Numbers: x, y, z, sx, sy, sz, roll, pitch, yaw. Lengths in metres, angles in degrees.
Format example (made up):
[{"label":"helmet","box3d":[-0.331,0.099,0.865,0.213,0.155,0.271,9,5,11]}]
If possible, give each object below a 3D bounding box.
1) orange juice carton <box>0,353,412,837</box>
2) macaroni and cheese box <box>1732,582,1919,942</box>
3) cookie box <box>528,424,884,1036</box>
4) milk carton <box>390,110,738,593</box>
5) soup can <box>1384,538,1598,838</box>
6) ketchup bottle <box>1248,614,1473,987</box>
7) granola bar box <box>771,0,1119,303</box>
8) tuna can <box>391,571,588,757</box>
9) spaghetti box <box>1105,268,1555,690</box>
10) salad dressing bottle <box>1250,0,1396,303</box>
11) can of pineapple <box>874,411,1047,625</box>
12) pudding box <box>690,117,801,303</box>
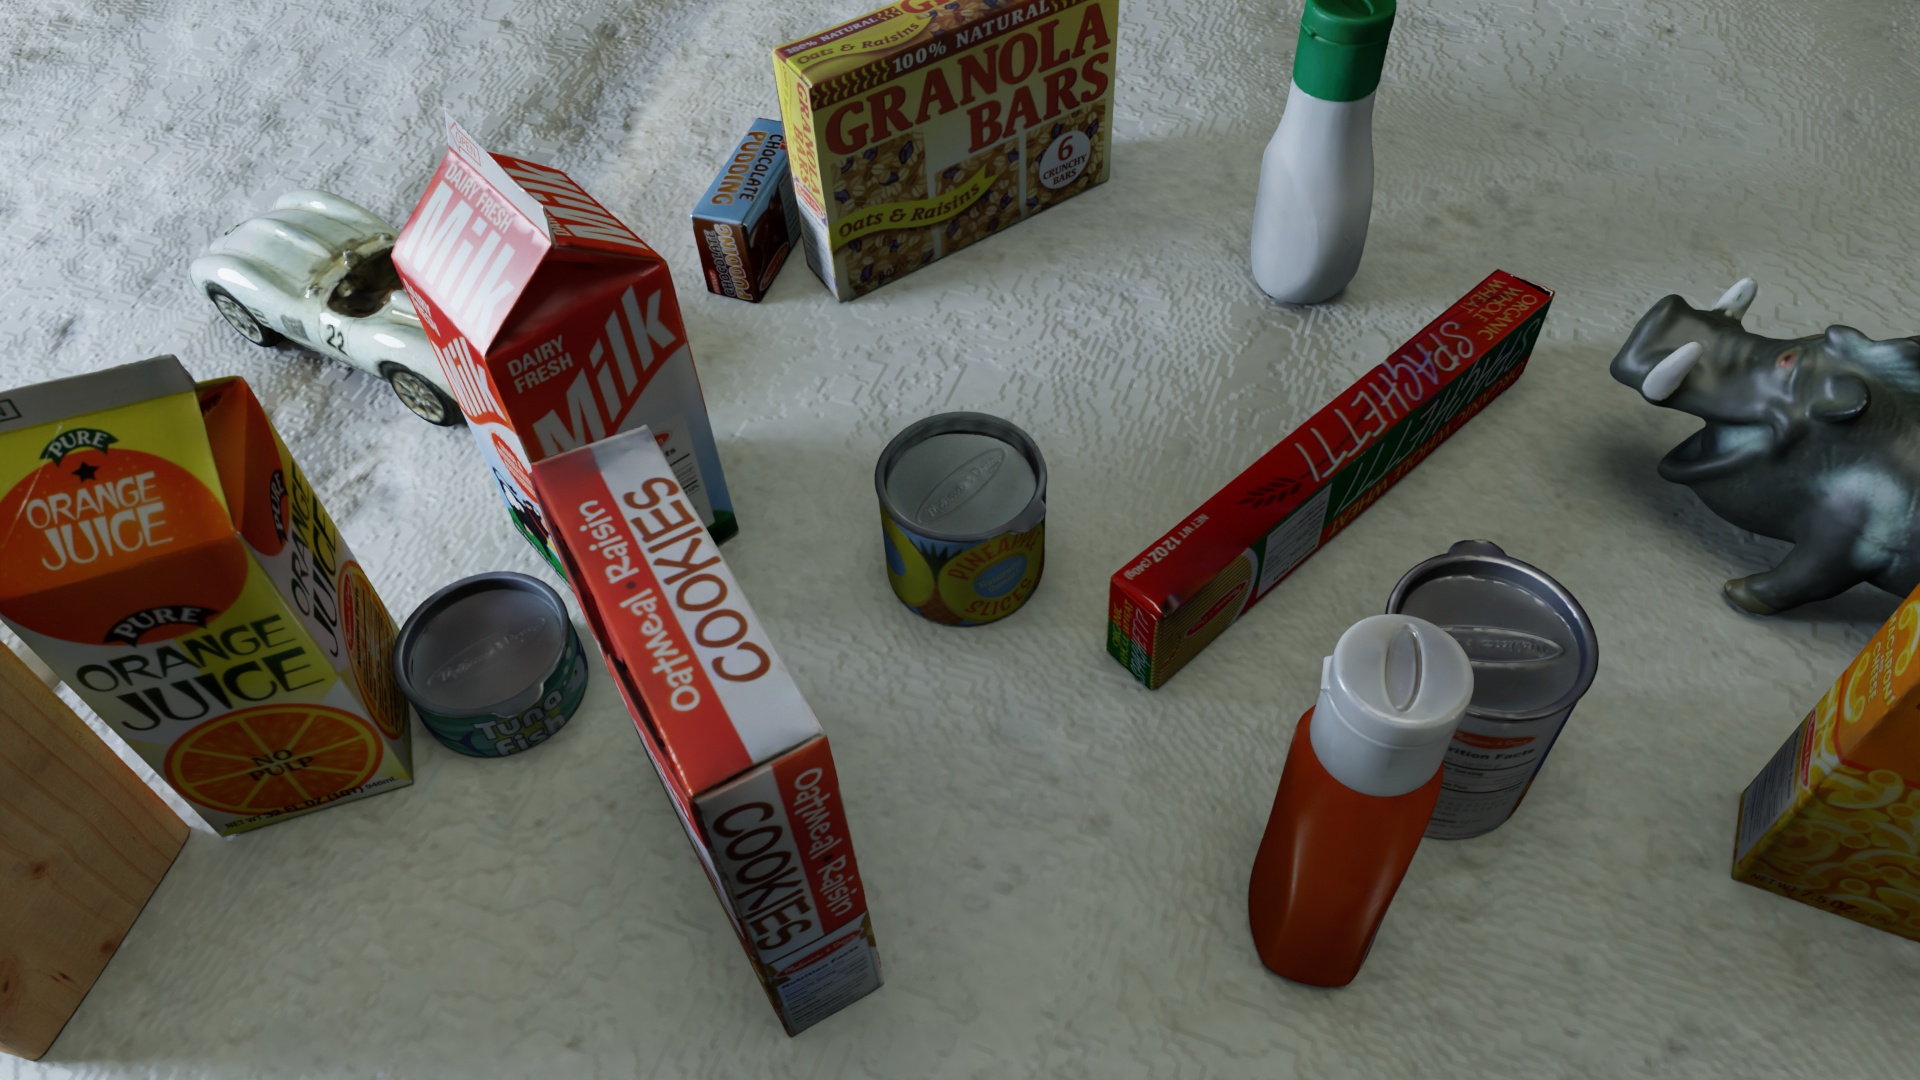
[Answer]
[{"label":"orange juice carton","box3d":[-0.251,0.015,0.459,0.072,0.191,0.073,-15,52,-9]},{"label":"macaroni and cheese box","box3d":[0.323,0.070,0.405,0.124,0.165,0.040,18,55,16]},{"label":"cookie box","box3d":[-0.075,0.064,0.428,0.040,0.166,0.123,-25,55,-16]},{"label":"milk carton","box3d":[-0.147,-0.064,0.519,0.074,0.189,0.072,-35,58,-22]},{"label":"soup can","box3d":[0.172,0.053,0.479,0.071,0.083,0.072,-1,52,2]},{"label":"ketchup bottle","box3d":[0.117,0.079,0.419,0.043,0.148,0.065,10,53,11]},{"label":"granola bar box","box3d":[-0.003,-0.201,0.664,0.166,0.123,0.039,-29,56,-19]},{"label":"tuna can","box3d":[-0.177,0.049,0.531,0.071,0.032,0.071,-1,51,2]},{"label":"spaghetti box","box3d":[0.155,-0.031,0.568,0.251,0.050,0.029,-36,58,-24]},{"label":"salad dressing bottle","box3d":[0.162,-0.174,0.620,0.044,0.146,0.064,-15,52,-9]},{"label":"can of pineapple","box3d":[0.002,-0.007,0.551,0.071,0.057,0.071,-1,51,2]},{"label":"pudding box","box3d":[-0.100,-0.164,0.686,0.030,0.049,0.084,12,53,12]}]
